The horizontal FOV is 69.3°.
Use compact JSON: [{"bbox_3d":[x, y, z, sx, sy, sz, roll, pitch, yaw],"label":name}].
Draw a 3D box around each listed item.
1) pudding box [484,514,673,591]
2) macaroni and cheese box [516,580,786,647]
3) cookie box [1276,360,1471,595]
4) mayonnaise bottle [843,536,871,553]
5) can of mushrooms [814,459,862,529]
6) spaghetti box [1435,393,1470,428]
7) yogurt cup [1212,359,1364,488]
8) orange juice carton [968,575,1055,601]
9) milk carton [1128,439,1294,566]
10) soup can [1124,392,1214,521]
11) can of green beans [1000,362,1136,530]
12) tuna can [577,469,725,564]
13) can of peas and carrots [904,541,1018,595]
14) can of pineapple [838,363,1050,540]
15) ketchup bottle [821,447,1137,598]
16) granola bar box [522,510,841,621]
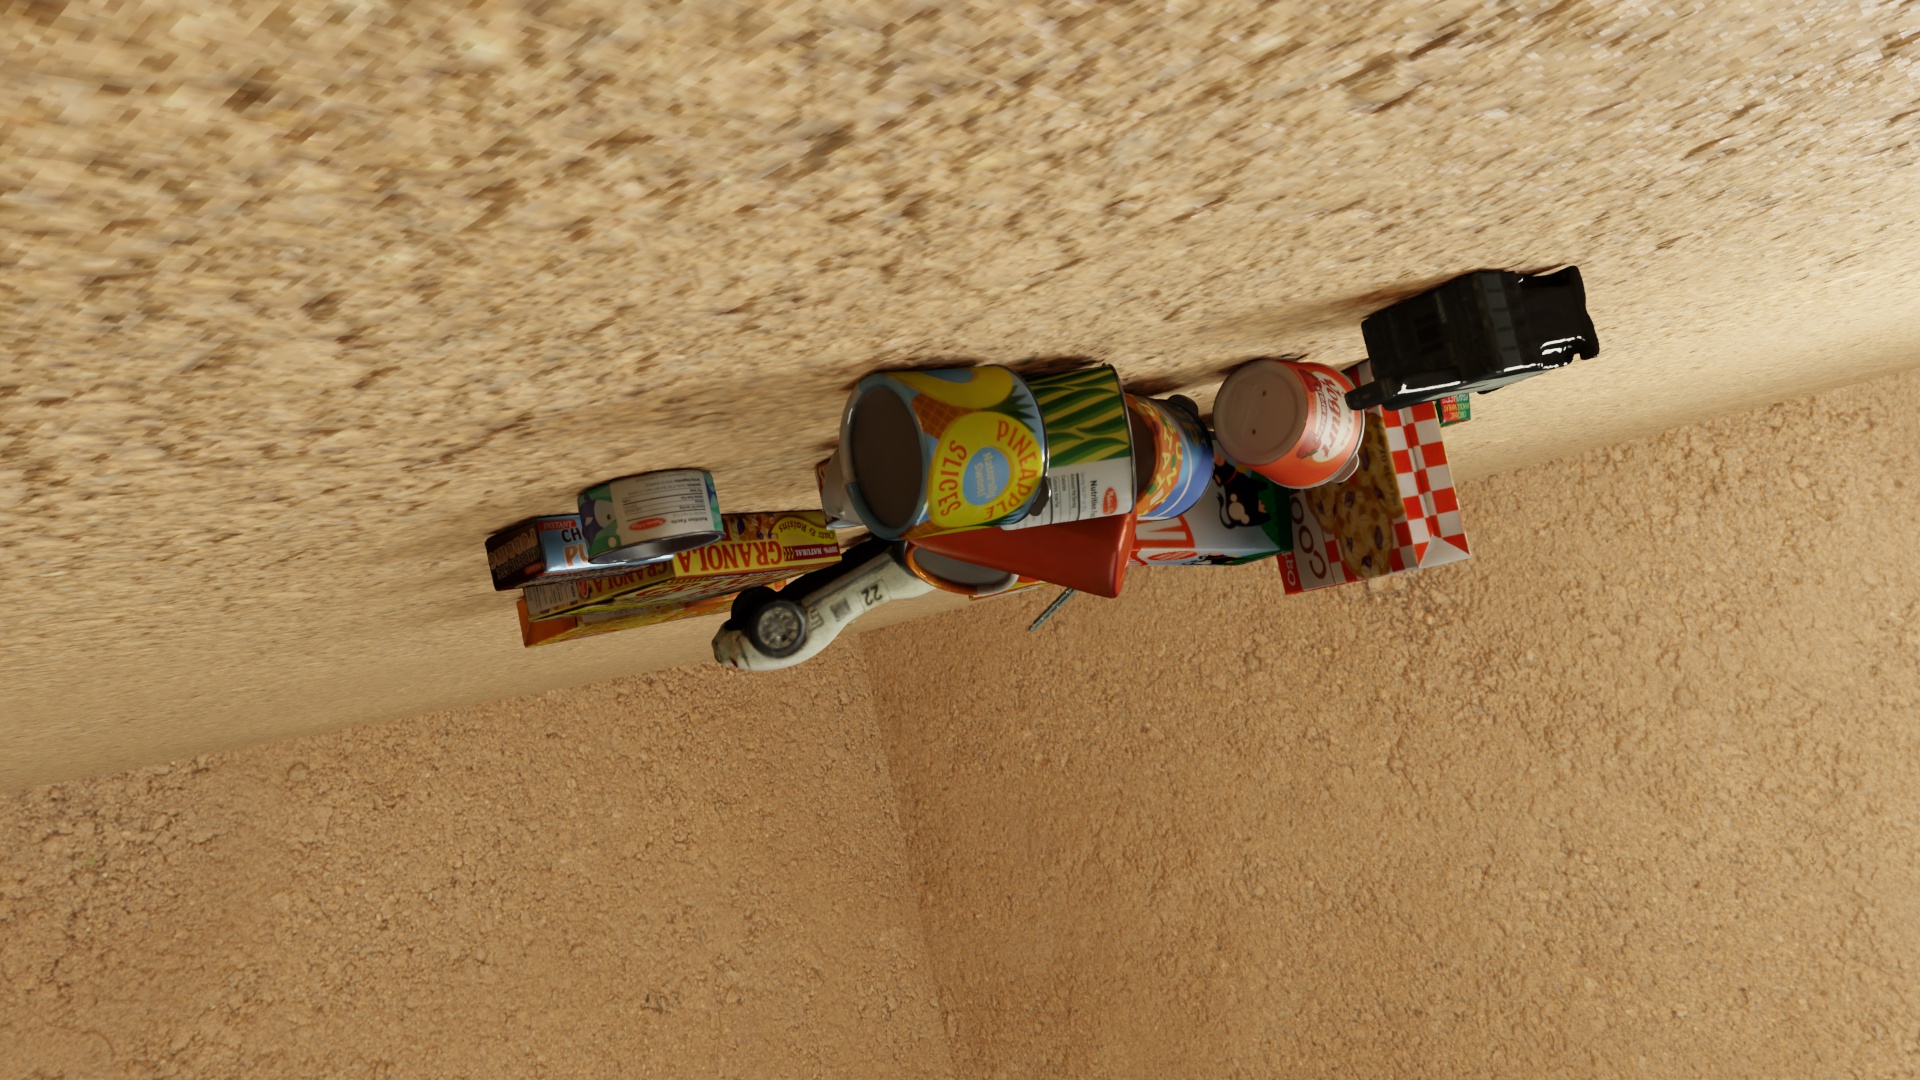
[{"bbox_3d":[-0.200,0.004,0.734,0.049,0.030,0.084,-18,173,38],"label":"pudding box"},{"bbox_3d":[-0.233,0.043,1.050,0.167,0.040,0.123,-9,175,-35],"label":"macaroni and cheese box"},{"bbox_3d":[0.242,-0.036,0.866,0.040,0.123,0.167,-10,175,-15],"label":"cookie box"},{"bbox_3d":[-0.061,0.014,1.160,0.065,0.041,0.147,-12,175,-29],"label":"mayonnaise bottle"},{"bbox_3d":[-0.043,-0.029,0.736,0.071,0.033,0.071,-12,176,-1],"label":"can of mushrooms"},{"bbox_3d":[0.270,-0.073,1.077,0.050,0.028,0.249,-9,174,-46],"label":"spaghetti box"},{"bbox_3d":[0.167,-0.063,0.720,0.072,0.072,0.054,-16,166,38],"label":"yogurt cup"},{"bbox_3d":[0.059,0.005,1.187,0.073,0.072,0.193,-17,174,37],"label":"orange juice carton"},{"bbox_3d":[0.110,-0.023,0.880,0.191,0.073,0.072,0,170,-21],"label":"milk carton"},{"bbox_3d":[0.088,-0.045,0.717,0.071,0.071,0.084,-15,174,26],"label":"soup can"},{"bbox_3d":[0.042,-0.040,0.605,0.058,0.071,0.071,-8,175,-1],"label":"can of green beans"},{"bbox_3d":[-0.150,-0.011,0.671,0.071,0.033,0.071,-12,175,-1],"label":"tuna can"},{"bbox_3d":[0.003,-0.010,0.789,0.071,0.059,0.070,8,149,5],"label":"can of peas and carrots"},{"bbox_3d":[-0.007,-0.035,0.548,0.058,0.071,0.071,-9,174,-34],"label":"can of pineapple"},{"bbox_3d":[0.008,-0.012,0.668,0.149,0.044,0.064,14,155,12],"label":"ketchup bottle"},{"bbox_3d":[-0.174,0.015,0.883,0.124,0.039,0.166,-16,175,30],"label":"granola bar box"}]
